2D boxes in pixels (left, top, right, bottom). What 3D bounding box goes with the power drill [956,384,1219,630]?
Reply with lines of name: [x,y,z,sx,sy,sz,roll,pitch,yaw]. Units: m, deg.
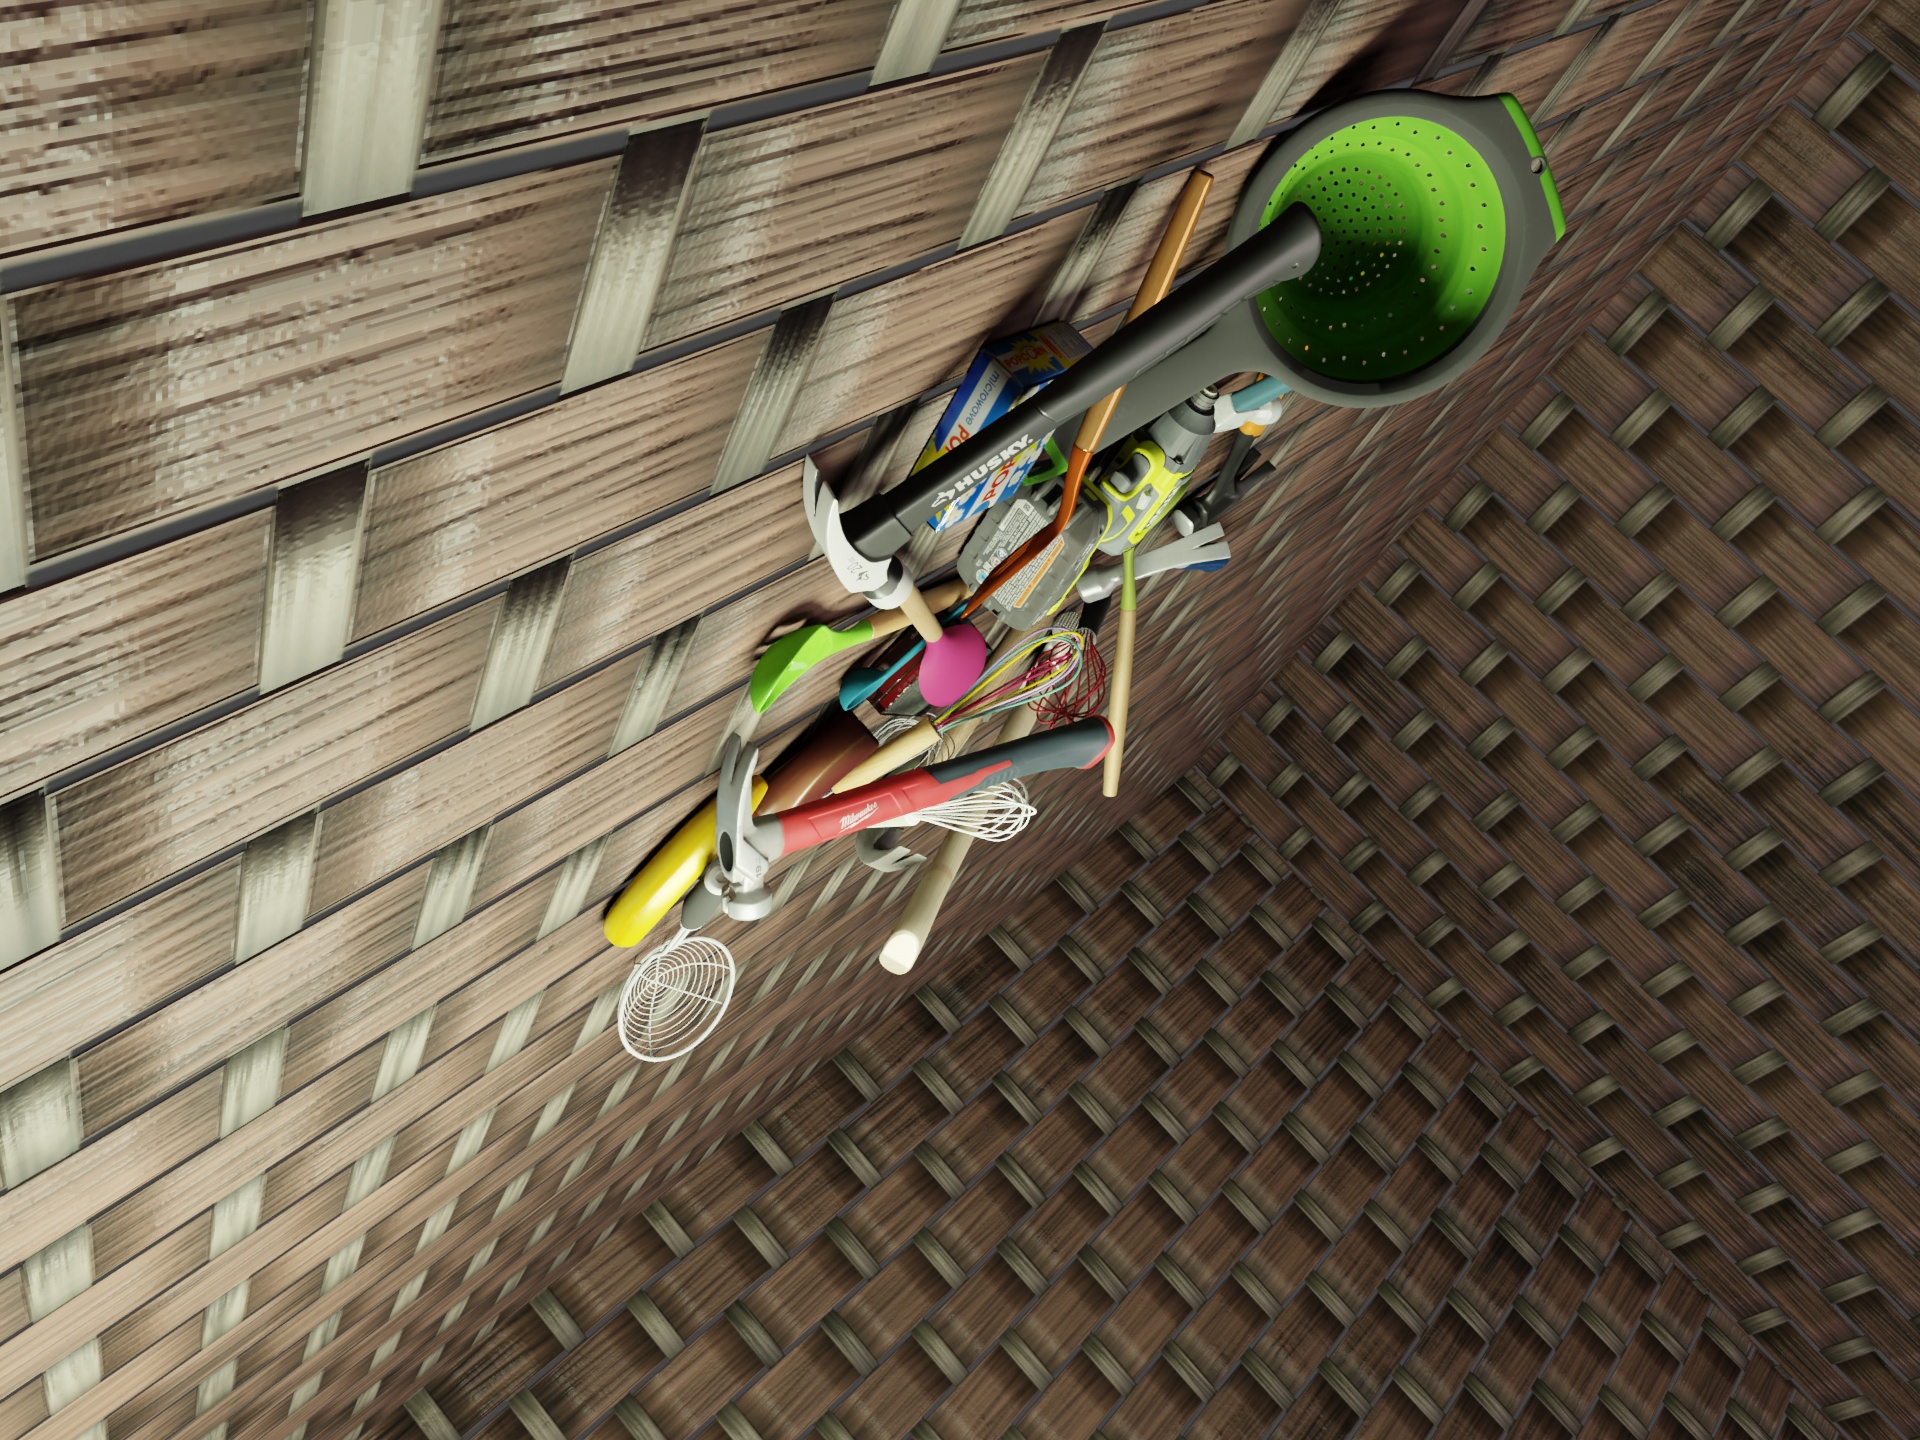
power drill: [0.108,-0.172,1.229,0.223,0.080,0.171,-37,168,-44]

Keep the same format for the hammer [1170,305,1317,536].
hammer: [0.283,-0.288,1.490,0.127,0.034,0.336,-39,168,-17]

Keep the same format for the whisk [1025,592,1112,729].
whisk: [0.114,-0.069,1.500,0.073,0.073,0.296,-50,-173,28]

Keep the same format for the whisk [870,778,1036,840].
whisk: [-0.037,0.082,1.426,0.246,0.058,0.059,-6,161,37]

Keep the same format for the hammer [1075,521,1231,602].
hammer: [0.237,-0.169,1.667,0.144,0.035,0.405,-18,-179,20]

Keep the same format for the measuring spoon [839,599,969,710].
measuring spoon: [-0.047,-0.056,1.230,0.128,0.021,0.042,-41,175,3]

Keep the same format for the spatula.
spatula: [0.081,-0.202,1.027,0.081,0.041,0.322,-59,174,-61]

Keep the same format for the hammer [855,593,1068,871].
hammer: [-0.001,0.007,1.484,0.331,0.031,0.130,-55,-151,20]

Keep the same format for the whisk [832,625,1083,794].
whisk: [-0.001,-0.003,1.332,0.245,0.051,0.047,-32,175,5]

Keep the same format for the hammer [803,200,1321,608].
hammer: [0.058,-0.186,0.904,0.335,0.035,0.146,-34,157,7]

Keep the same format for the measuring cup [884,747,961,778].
measuring cup: [-0.032,0.038,1.594,0.083,0.038,0.167,-27,158,-54]

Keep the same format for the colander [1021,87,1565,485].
colander: [0.203,-0.284,1.091,0.397,0.204,0.095,-29,-155,10]

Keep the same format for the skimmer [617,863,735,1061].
skimmer: [-0.220,0.207,1.354,0.127,0.090,0.363,-35,173,-29]

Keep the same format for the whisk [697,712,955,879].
whisk: [-0.118,0.067,1.379,0.284,0.070,0.070,-29,162,-34]

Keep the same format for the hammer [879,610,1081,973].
hammer: [0.019,0.075,1.550,0.411,0.038,0.146,-61,179,-34]

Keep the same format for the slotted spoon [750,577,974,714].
slotted spoon: [-0.057,-0.070,1.153,0.314,0.031,0.070,-30,160,-55]

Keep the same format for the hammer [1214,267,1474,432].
hammer: [0.297,-0.287,1.232,0.128,0.033,0.331,-16,178,-32]

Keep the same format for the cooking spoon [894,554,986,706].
cooking spoon: [-0.026,-0.072,1.152,0.069,0.017,0.318,-49,159,-5]

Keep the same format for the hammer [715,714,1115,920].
hammer: [-0.022,0.038,1.264,0.386,0.038,0.143,-16,122,-37]

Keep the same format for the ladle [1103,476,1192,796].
ladle: [0.161,-0.075,1.436,0.078,0.062,0.320,-68,163,-66]
